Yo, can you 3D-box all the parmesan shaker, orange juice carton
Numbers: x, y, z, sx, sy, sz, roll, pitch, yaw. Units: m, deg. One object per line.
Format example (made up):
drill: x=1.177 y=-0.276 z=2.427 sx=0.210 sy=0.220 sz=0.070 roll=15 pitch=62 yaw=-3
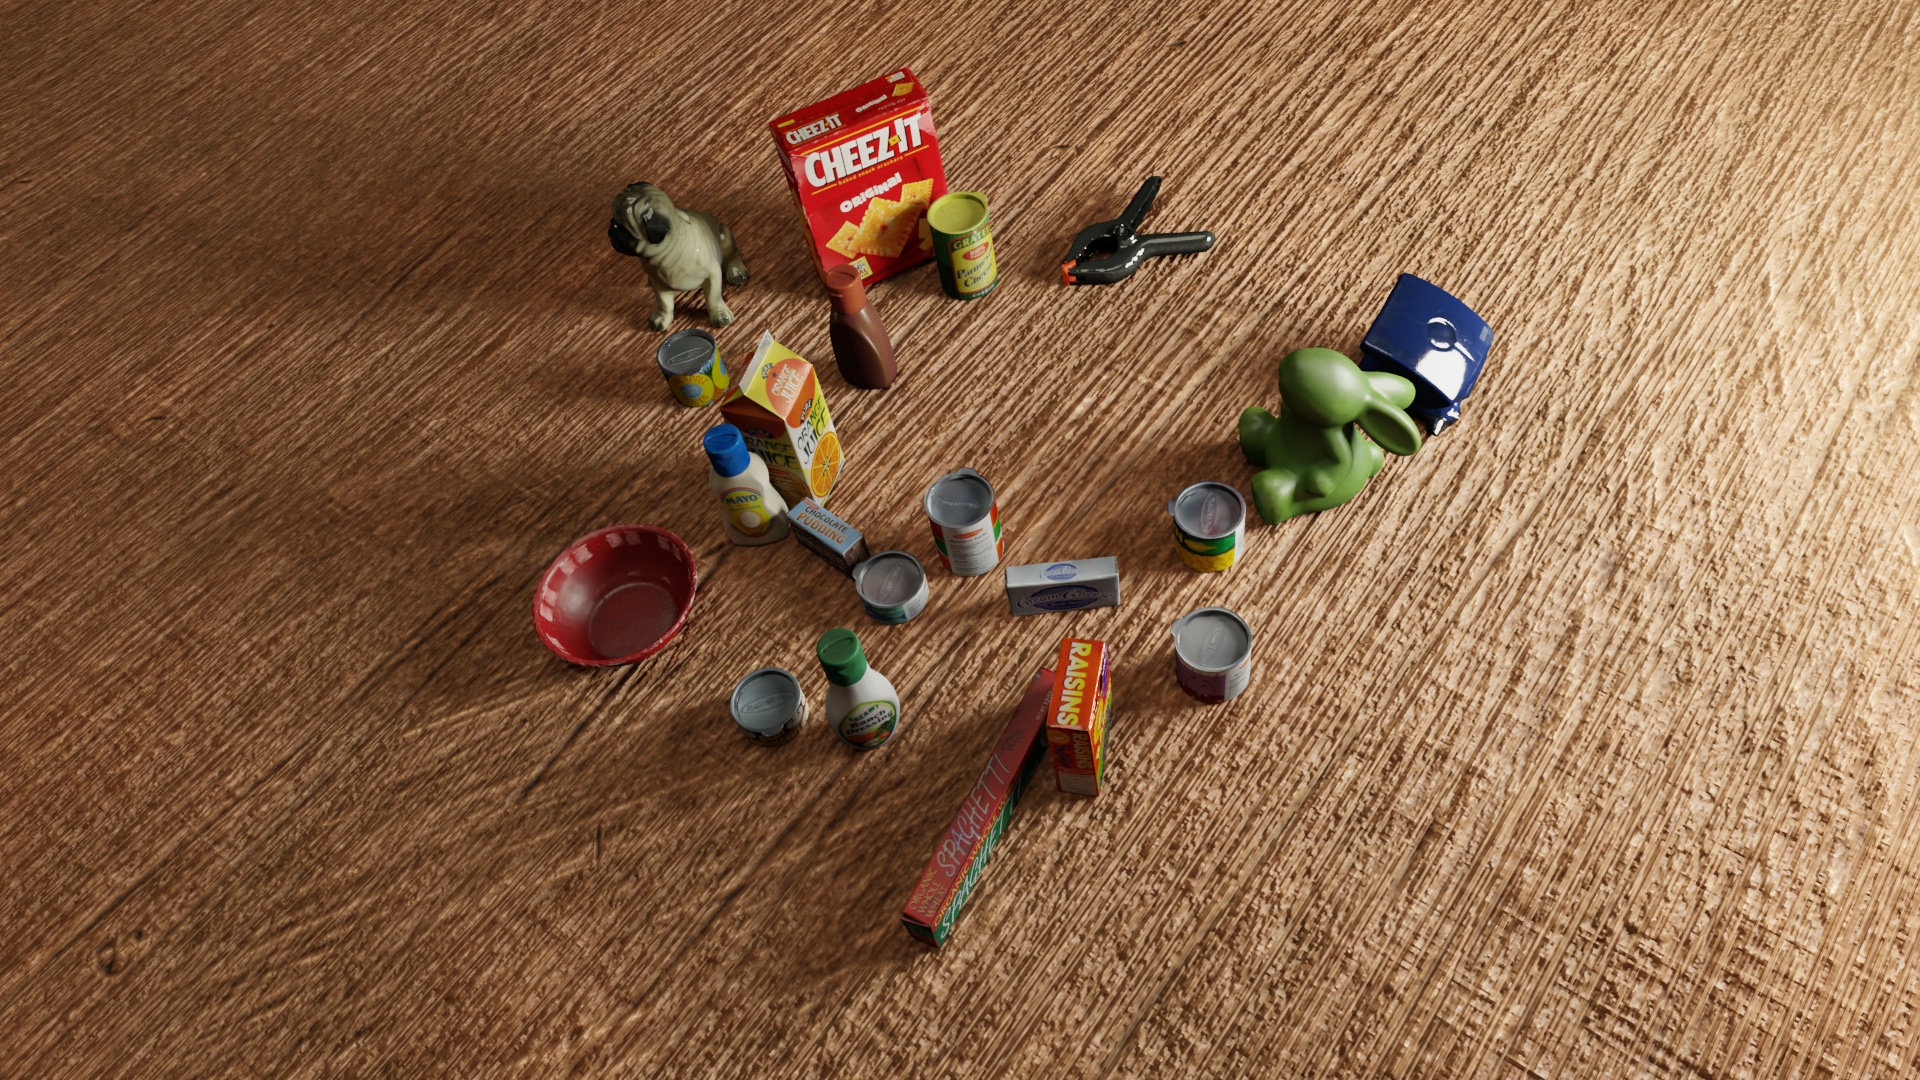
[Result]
parmesan shaker: x=0.006 y=-0.325 z=1.530 sx=0.071 sy=0.102 sz=0.071 roll=-5 pitch=54 yaw=7
orange juice carton: x=-0.177 y=-0.115 z=1.355 sx=0.073 sy=0.191 sz=0.072 roll=11 pitch=58 yaw=17

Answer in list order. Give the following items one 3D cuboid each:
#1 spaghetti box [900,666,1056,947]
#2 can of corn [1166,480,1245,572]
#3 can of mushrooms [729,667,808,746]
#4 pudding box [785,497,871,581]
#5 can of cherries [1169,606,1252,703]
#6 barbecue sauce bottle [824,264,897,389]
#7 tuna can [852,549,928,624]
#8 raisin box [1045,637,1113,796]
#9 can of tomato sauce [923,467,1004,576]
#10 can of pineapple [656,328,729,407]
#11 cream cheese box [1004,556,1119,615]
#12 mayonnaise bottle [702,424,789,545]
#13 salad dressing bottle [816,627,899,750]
spaghetti box: x=0.025 y=0.221 z=1.166 sx=0.029 sy=0.050 sz=0.251 roll=20 pitch=60 yaw=22
can of corn: x=0.229 y=-0.013 z=1.294 sx=0.071 sy=0.058 sz=0.071 roll=-5 pitch=54 yaw=7
can of mushrooms: x=-0.173 y=0.153 z=1.259 sx=0.071 sy=0.033 sz=0.071 roll=-5 pitch=54 yaw=7
pudding box: x=-0.127 y=-0.002 z=1.354 sx=0.084 sy=0.049 sz=0.030 roll=33 pitch=66 yaw=28
can of cherries: x=0.219 y=0.099 z=1.215 sx=0.071 sy=0.058 sz=0.072 roll=-5 pitch=54 yaw=7
barbecue sauce bottle: x=-0.109 y=-0.222 z=1.448 sx=0.065 sy=0.147 sz=0.044 roll=16 pitch=59 yaw=20
tuna can: x=-0.067 y=0.044 z=1.320 sx=0.071 sy=0.032 sz=0.071 roll=-5 pitch=54 yaw=7
raisin box: x=0.101 y=0.149 z=1.160 sx=0.040 sy=0.122 sz=0.086 roll=6 pitch=56 yaw=14
can of tomato sauce: x=0.005 y=-0.017 z=1.321 sx=0.071 sy=0.082 sz=0.071 roll=-5 pitch=54 yaw=7
can of pineapple: x=-0.290 y=-0.186 z=1.509 sx=0.071 sy=0.057 sz=0.071 roll=-5 pitch=54 yaw=7
cream cheese box: x=0.095 y=0.043 z=1.281 sx=0.104 sy=0.053 sz=0.024 roll=-6 pitch=54 yaw=6
mayonnaise bottle: x=-0.211 y=-0.052 z=1.344 sx=0.065 sy=0.147 sz=0.041 roll=-8 pitch=54 yaw=4
salad dressing bottle: x=-0.091 y=0.128 z=1.193 sx=0.064 sy=0.147 sz=0.044 roll=-23 pitch=54 yaw=-7
